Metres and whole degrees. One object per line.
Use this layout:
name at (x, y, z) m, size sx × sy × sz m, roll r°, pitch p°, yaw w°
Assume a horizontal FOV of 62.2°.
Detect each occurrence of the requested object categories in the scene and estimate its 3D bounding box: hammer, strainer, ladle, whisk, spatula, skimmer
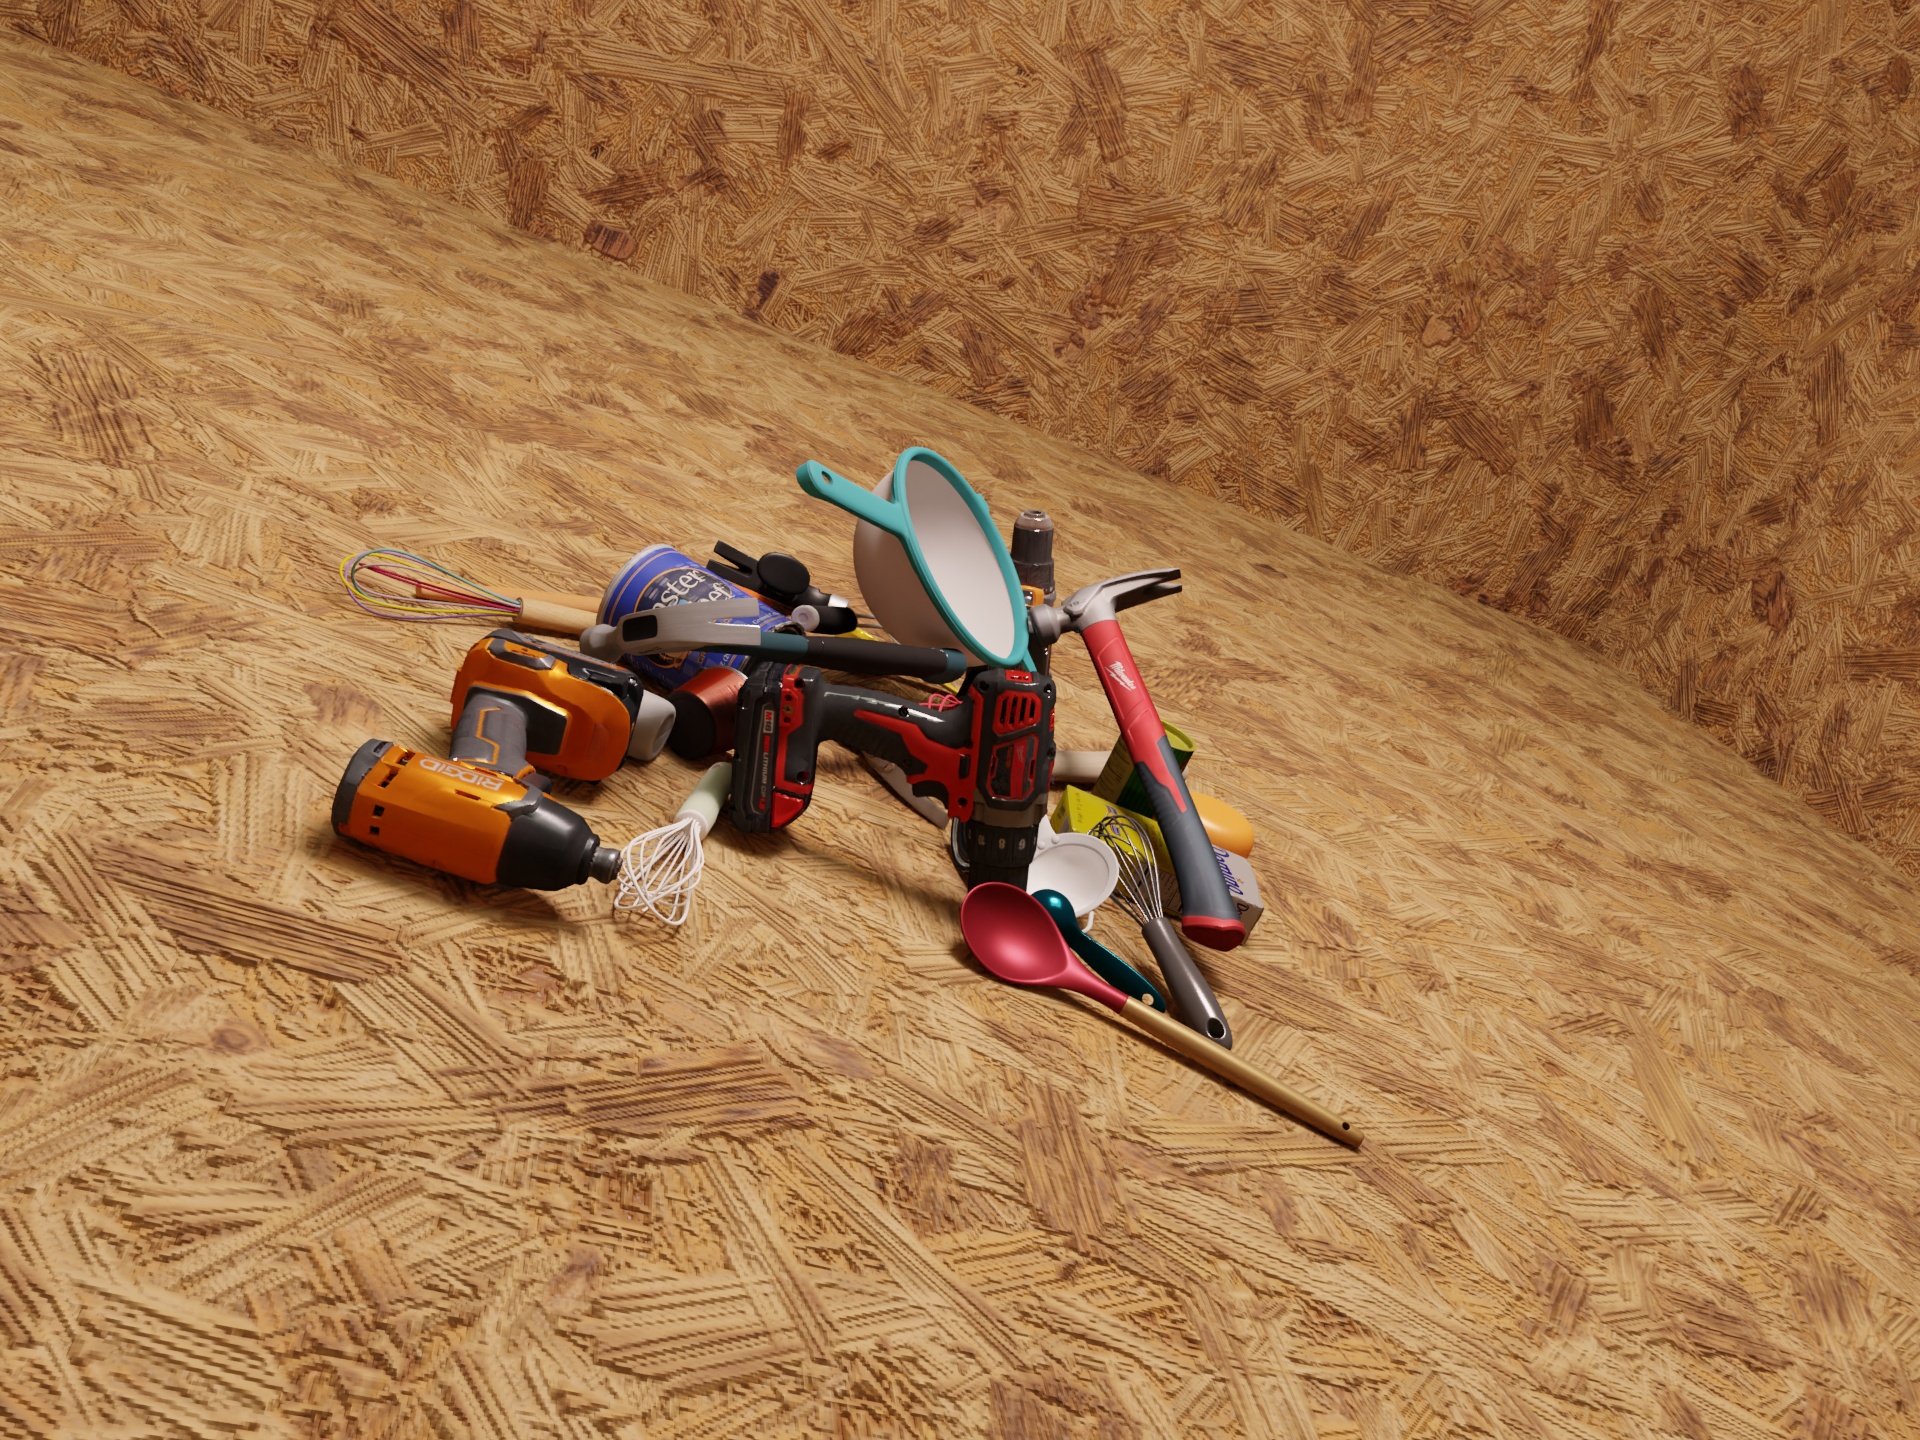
hammer at (-0.117, -0.054, 1.211) m, size 0.128 × 0.033 × 0.330 m, roll -11°, pitch -10°, yaw 40°
hammer at (0.175, 0.023, 1.337) m, size 0.143 × 0.038 × 0.387 m, roll -17°, pitch 50°, yaw 0°
strainer at (0.064, 0.077, 1.259) m, size 0.087 × 0.050 × 0.259 m, roll -20°, pitch 49°, yaw 1°
ladle at (0.136, 0.208, 1.097) m, size 0.315 × 0.031 × 0.069 m, roll 30°, pitch 55°, yaw 6°
whisk at (0.150, 0.156, 1.194) m, size 0.055 × 0.055 × 0.239 m, roll 12°, pitch 34°, yaw -31°
spatula at (-0.314, -0.107, 1.380) m, size 0.322 × 0.041 × 0.081 m, roll 3°, pitch 16°, yaw -43°
hammer at (0.082, 0.045, 1.454) m, size 0.410 × 0.038 × 0.146 m, roll 4°, pitch 29°, yaw -46°
hammer at (-0.169, -0.130, 1.460) m, size 0.146 × 0.035 × 0.335 m, roll 24°, pitch 0°, yaw -6°
skimmer at (-0.063, -0.109, 1.477) m, size 0.127 × 0.090 × 0.363 m, roll 61°, pitch 13°, yaw 4°
whisk at (-0.377, -0.097, 1.281) m, size 0.244 × 0.051 × 0.047 m, roll 11°, pitch 17°, yaw -40°
whisk at (-0.002, -0.004, 1.345) m, size 0.073 × 0.073 × 0.296 m, roll 25°, pitch 15°, yaw 2°
whisk at (-0.182, 0.074, 1.065) m, size 0.059 × 0.058 × 0.246 m, roll 57°, pitch 12°, yaw -12°
strainer at (-0.062, -0.140, 1.352) m, size 0.340 × 0.095 × 0.211 m, roll 21°, pitch 50°, yaw -58°

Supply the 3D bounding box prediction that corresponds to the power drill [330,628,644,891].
power drill at (-0.273, 0.030, 1.004) m, size 0.164 × 0.084 × 0.227 m, roll 19°, pitch 23°, yaw -4°

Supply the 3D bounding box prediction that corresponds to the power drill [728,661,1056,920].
power drill at (-0.047, 0.050, 1.138) m, size 0.226 × 0.188 × 0.080 m, roll 5°, pitch 11°, yaw -1°

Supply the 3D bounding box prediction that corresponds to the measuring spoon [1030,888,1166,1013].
measuring spoon at (0.094, 0.170, 1.142) m, size 0.129 × 0.042 × 0.021 m, roll 38°, pitch 16°, yaw 16°

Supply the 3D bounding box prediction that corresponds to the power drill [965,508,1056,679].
power drill at (0.059, -0.100, 1.587) m, size 0.084 × 0.185 × 0.226 m, roll 7°, pitch 21°, yaw 6°

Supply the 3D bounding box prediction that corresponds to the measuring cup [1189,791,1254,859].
measuring cup at (0.225, 0.088, 1.482) m, size 0.095 × 0.052 × 0.174 m, roll 22°, pitch 21°, yaw -5°

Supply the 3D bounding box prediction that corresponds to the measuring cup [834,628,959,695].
measuring cup at (-0.057, -0.046, 1.559) m, size 0.156 × 0.029 × 0.062 m, roll 30°, pitch 7°, yaw -21°
